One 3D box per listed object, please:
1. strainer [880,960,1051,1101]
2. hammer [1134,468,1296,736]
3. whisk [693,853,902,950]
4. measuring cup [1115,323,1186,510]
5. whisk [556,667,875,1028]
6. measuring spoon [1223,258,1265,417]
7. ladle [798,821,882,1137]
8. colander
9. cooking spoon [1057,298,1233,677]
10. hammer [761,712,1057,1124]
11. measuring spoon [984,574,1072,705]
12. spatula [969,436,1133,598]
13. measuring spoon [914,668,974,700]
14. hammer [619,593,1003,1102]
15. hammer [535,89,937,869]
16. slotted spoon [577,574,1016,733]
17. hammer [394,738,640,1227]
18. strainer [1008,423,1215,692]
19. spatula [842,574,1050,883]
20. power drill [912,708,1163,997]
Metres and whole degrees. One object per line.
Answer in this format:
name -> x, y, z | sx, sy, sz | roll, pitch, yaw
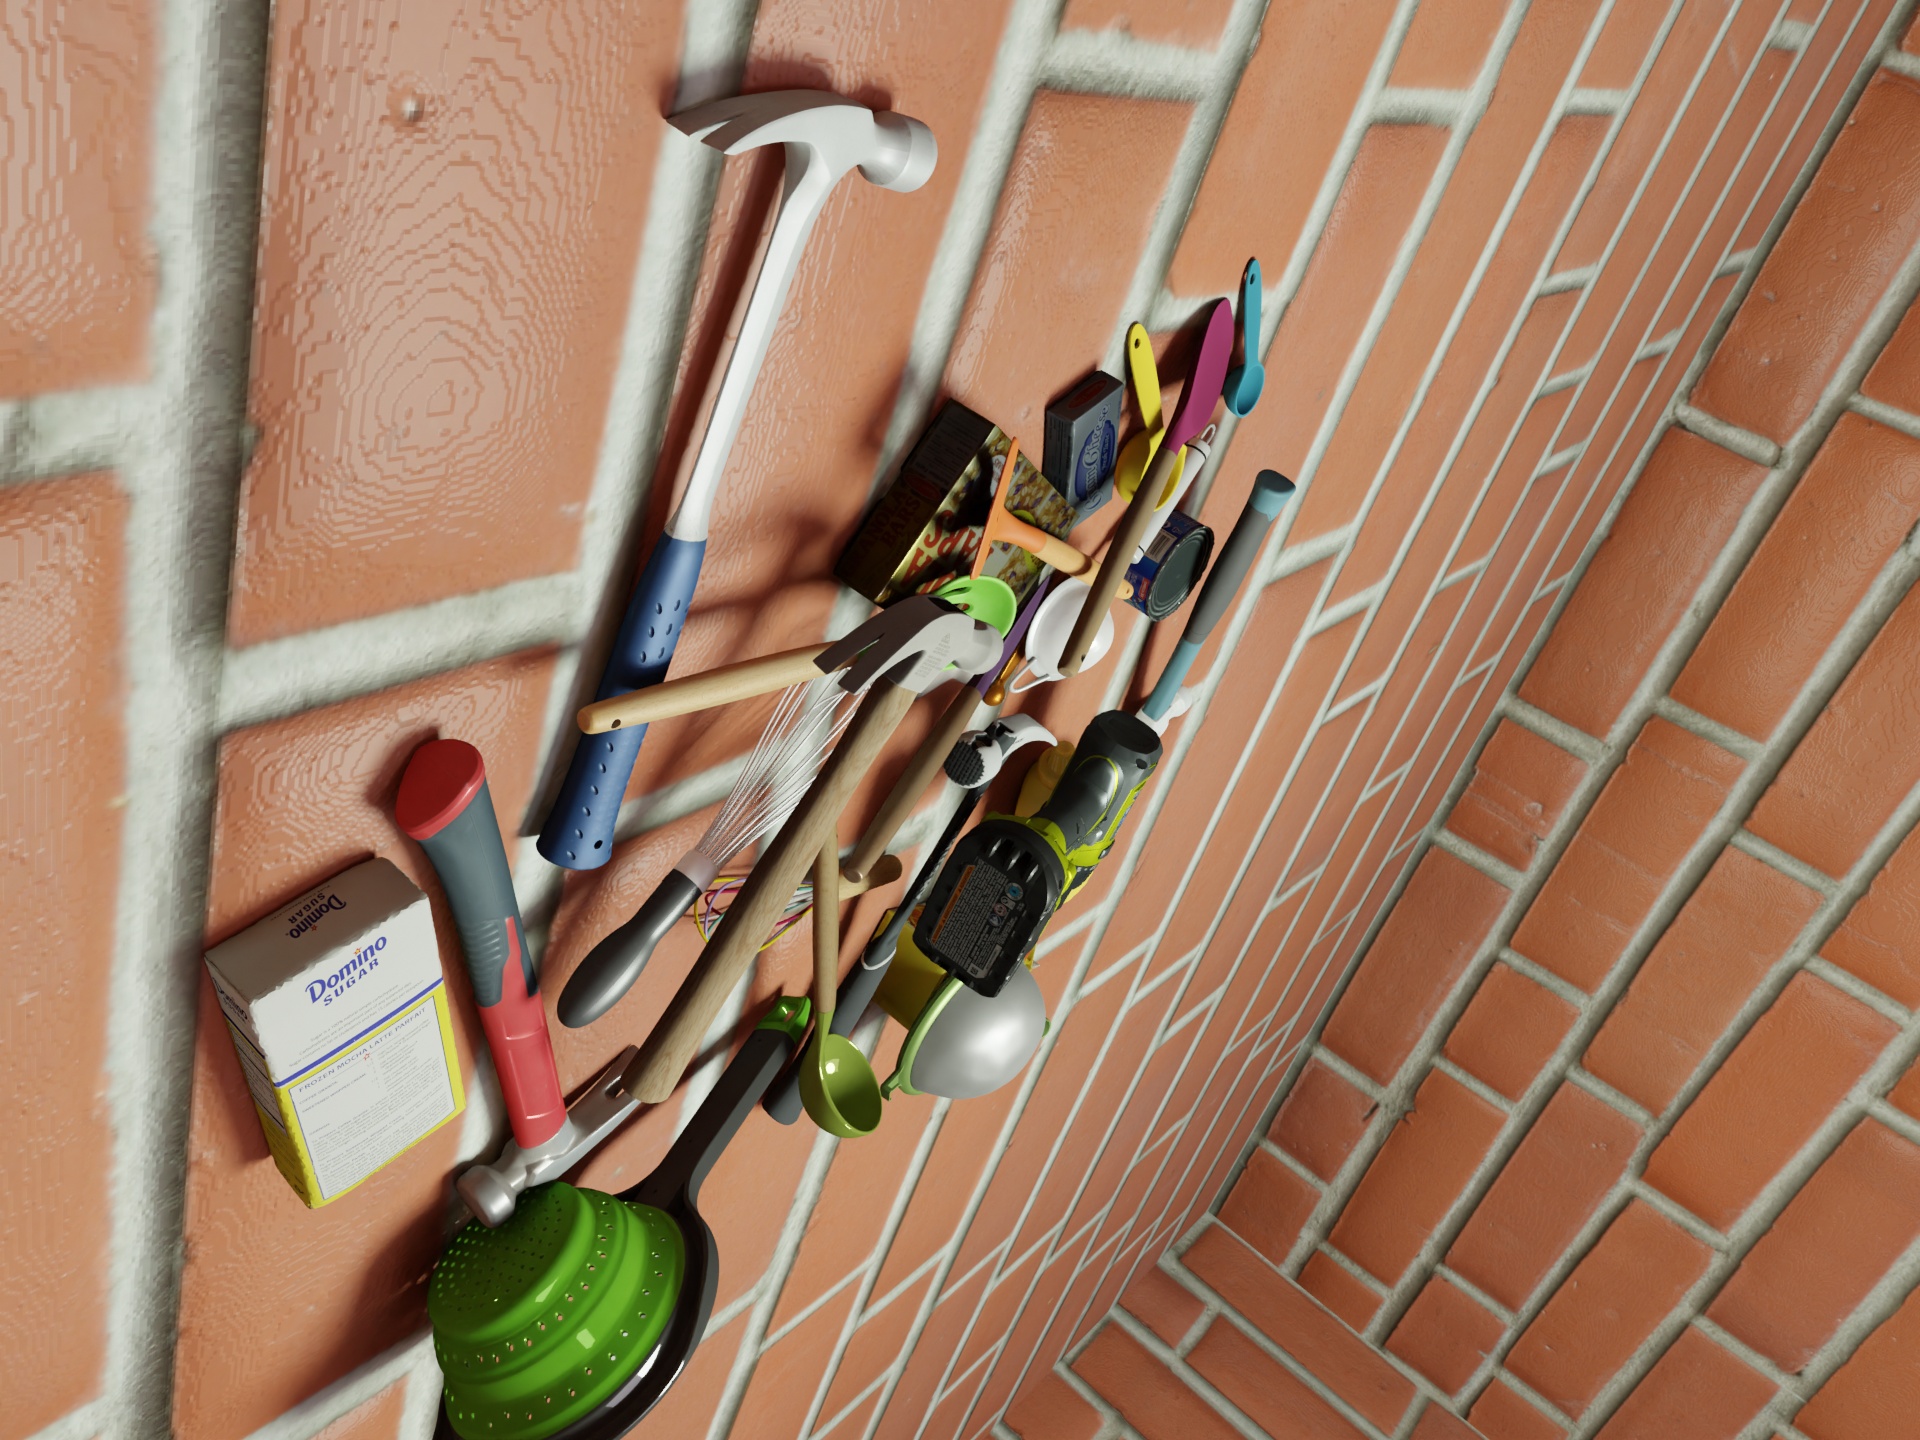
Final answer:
strainer -> 0.042, 0.265, 1.321 | 0.151, 0.069, 0.256 | -56, 153, 3
hammer -> 0.200, -0.082, 1.314 | 0.128, 0.033, 0.330 | -43, 163, -38
whisk -> -0.105, 0.116, 1.085 | 0.051, 0.047, 0.245 | -59, 160, 19
measuring cup -> 0.123, -0.212, 1.103 | 0.062, 0.029, 0.156 | -47, 143, -24
whisk -> -0.131, 0.062, 0.911 | 0.285, 0.070, 0.070 | -50, 156, -21
measuring spoon -> 0.207, -0.282, 1.170 | 0.042, 0.021, 0.128 | -44, 145, -31
ladle -> -0.080, 0.177, 1.087 | 0.062, 0.078, 0.319 | 0, 132, -6
colander -> -0.224, 0.306, 1.042 | 0.094, 0.204, 0.397 | 60, 44, -27
cooking spoon -> 0.130, -0.161, 1.078 | 0.319, 0.017, 0.068 | -64, 154, -24
hammer -> -0.051, 0.157, 1.193 | 0.408, 0.036, 0.149 | -59, 164, 25
measuring spoon -> 0.054, -0.058, 1.177 | 0.117, 0.011, 0.021 | -56, 156, 4
spatula -> 0.064, -0.105, 1.002 | 0.322, 0.041, 0.081 | 13, 95, -66
measuring spoon -> -0.017, -0.022, 1.088 | 0.124, 0.018, 0.034 | -30, 146, -42
hammer -> -0.095, 0.074, 0.886 | 0.331, 0.031, 0.130 | -57, 155, 7
hammer -> -0.133, -0.099, 0.760 | 0.144, 0.035, 0.405 | -14, 134, -56
slotted spoon -> -0.078, -0.034, 0.863 | 0.313, 0.031, 0.070 | -19, 140, -48
hammer -> -0.237, 0.140, 0.876 | 0.143, 0.038, 0.386 | -39, 151, -33
strainer -> 0.123, -0.119, 1.183 | 0.258, 0.050, 0.086 | -56, 143, -11
spatula -> -0.002, -0.003, 1.032 | 0.316, 0.018, 0.059 | -57, 176, -45
power drill -> 0.058, 0.109, 1.192 | 0.228, 0.080, 0.190 | -37, 157, -55
